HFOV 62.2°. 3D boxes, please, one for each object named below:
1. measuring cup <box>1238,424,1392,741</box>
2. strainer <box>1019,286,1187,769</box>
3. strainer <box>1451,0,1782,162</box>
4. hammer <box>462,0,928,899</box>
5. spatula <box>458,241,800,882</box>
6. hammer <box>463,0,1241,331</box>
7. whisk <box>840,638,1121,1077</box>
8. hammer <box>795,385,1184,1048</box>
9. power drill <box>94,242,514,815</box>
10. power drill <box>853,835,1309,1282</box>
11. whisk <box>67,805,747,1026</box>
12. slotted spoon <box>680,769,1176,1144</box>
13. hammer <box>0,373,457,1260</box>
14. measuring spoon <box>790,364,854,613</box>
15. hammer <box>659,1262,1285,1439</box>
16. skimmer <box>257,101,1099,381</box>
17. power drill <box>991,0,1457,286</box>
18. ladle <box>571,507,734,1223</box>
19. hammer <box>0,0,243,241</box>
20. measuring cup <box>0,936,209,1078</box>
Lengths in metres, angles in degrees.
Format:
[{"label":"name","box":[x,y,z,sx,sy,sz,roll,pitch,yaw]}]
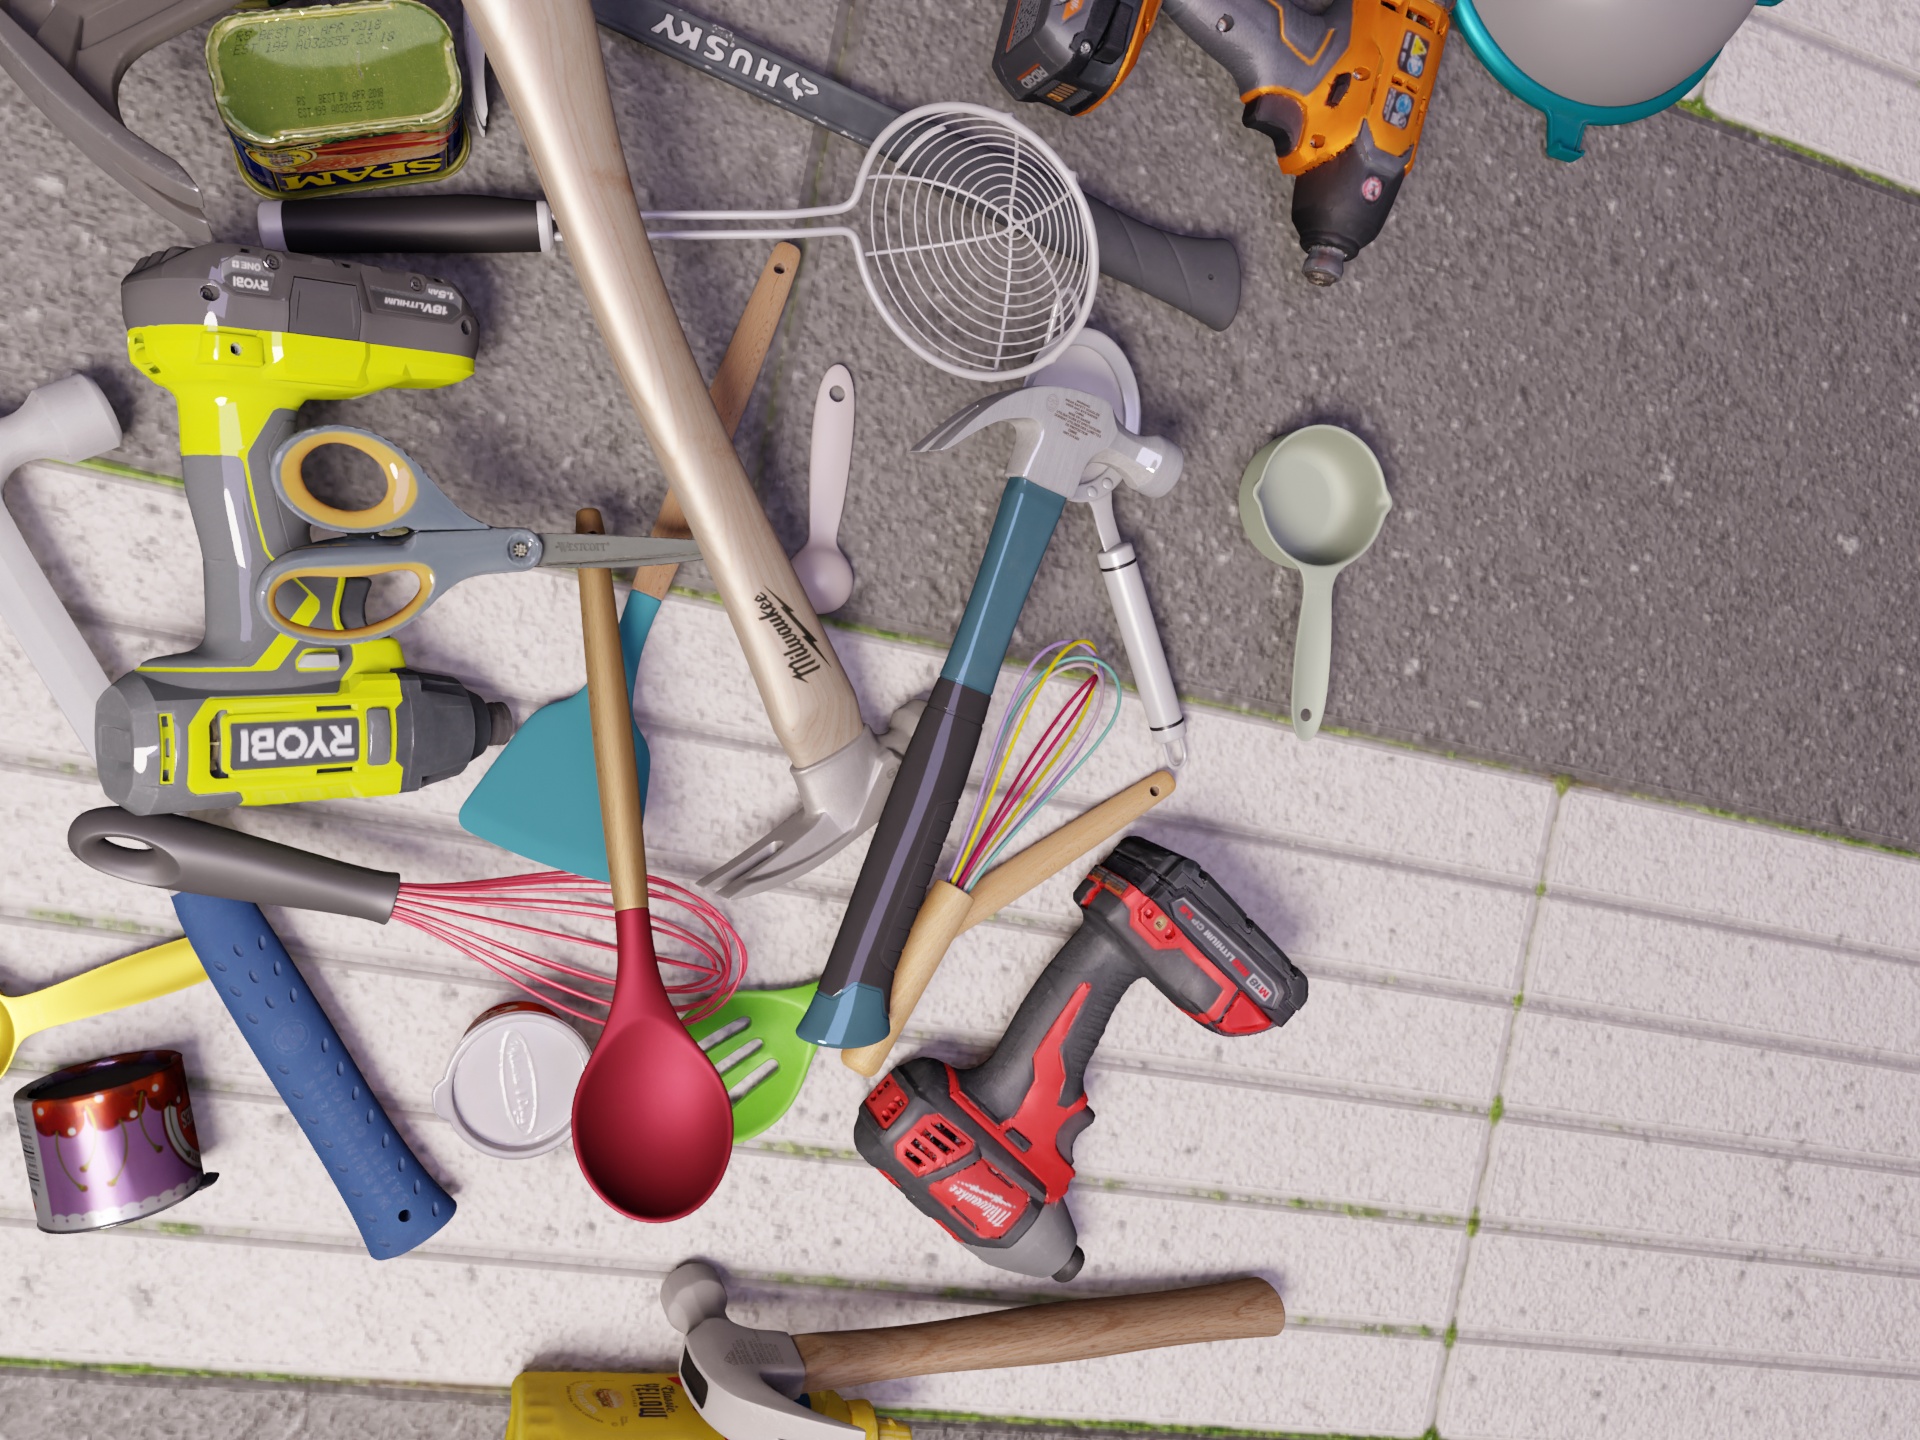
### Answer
[{"label":"measuring cup","box":[0.184,-0.074,0.856,0.083,0.038,0.167,1,95,-17]},{"label":"strainer","box":[0.076,-0.091,0.819,0.087,0.050,0.258,-29,108,-34]},{"label":"strainer","box":[0.335,-0.493,0.846,0.211,0.095,0.340,-38,105,-12]},{"label":"hammer","box":[-0.124,-0.118,0.688,0.146,0.038,0.410,-36,118,-30]},{"label":"spatula","box":[-0.136,-0.083,0.749,0.082,0.044,0.317,21,84,-8]},{"label":"hammer","box":[-0.039,-0.283,0.774,0.408,0.036,0.149,20,89,-18]},{"label":"whisk","box":[0.011,0.067,0.792,0.051,0.047,0.245,29,79,5]},{"label":"hammer","box":[-0.001,-0.002,0.750,0.128,0.033,0.331,22,86,-28]},{"label":"power drill","box":[-0.272,-0.077,0.679,0.171,0.080,0.223,-4,98,-45]},{"label":"power drill","box":[0.065,0.179,0.816,0.219,0.078,0.143,-46,105,-7]},{"label":"whisk","box":[-0.232,0.083,0.705,0.295,0.073,0.073,17,88,-25]},{"label":"slotted spoon","box":[-0.016,0.111,0.810,0.314,0.031,0.070,-31,94,-15]},{"label":"hammer","box":[-0.342,0.063,0.691,0.144,0.035,0.405,-32,105,-28]},{"label":"measuring spoon","box":[-0.064,-0.115,0.785,0.034,0.018,0.124,5,91,-17]},{"label":"hammer","box":[0.024,0.313,0.802,0.331,0.130,0.031,4,107,-26]},{"label":"skimmer","box":[-0.124,-0.211,0.708,0.363,0.090,0.127,-3,128,-10]},{"label":"power drill","box":[0.136,-0.327,0.804,0.226,0.084,0.164,14,90,-22]},{"label":"ladle","box":[-0.149,0.058,0.700,0.069,0.031,0.315,-4,79,-25]},{"label":"hammer","box":[-0.214,-0.338,0.644,0.149,0.036,0.359,45,65,3]},{"label":"measuring cup","box":[-0.391,0.121,0.699,0.156,0.029,0.062,-18,98,-27]}]
